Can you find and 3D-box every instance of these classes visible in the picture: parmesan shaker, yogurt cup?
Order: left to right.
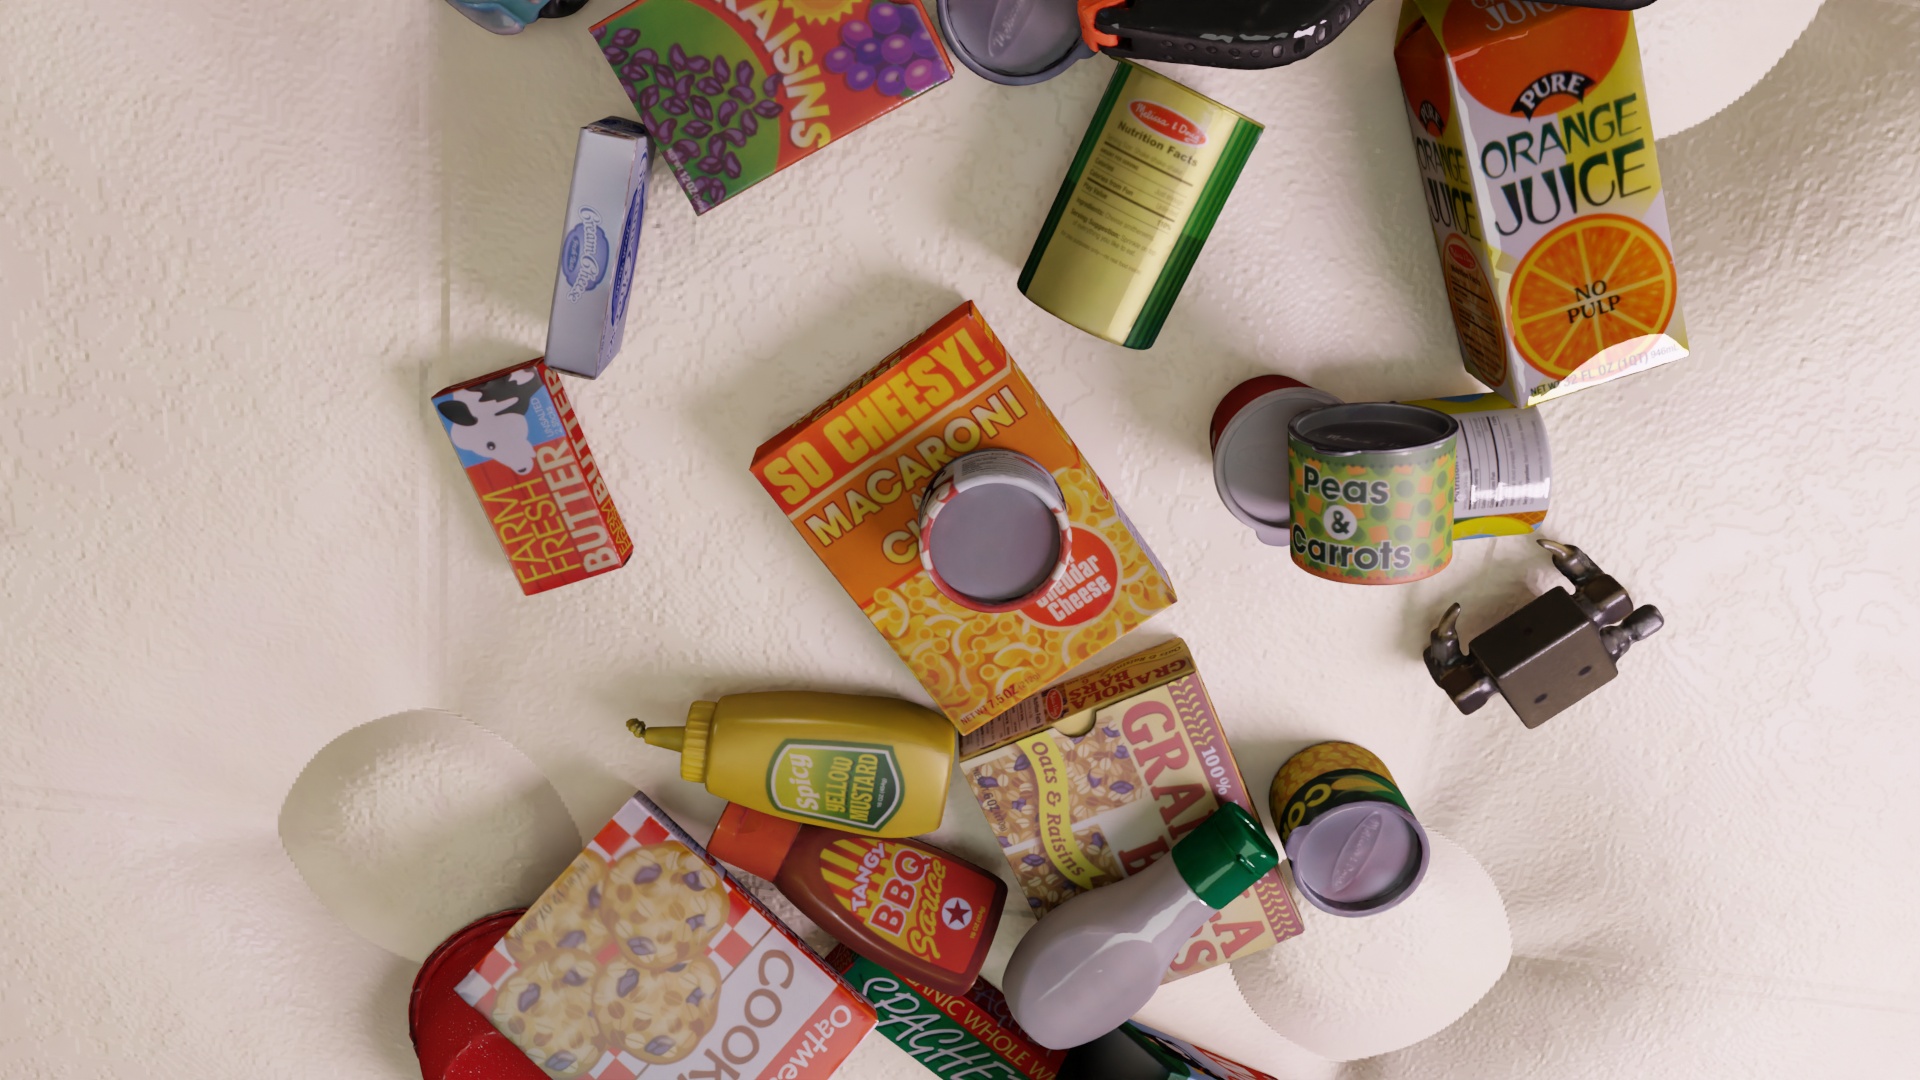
[{"bbox_3d":[0.071,-0.141,0.582,0.071,0.071,0.102,23,109,-9],"label":"parmesan shaker"},{"bbox_3d":[0.144,-0.042,0.624,0.072,0.054,0.072,0,111,0],"label":"yogurt cup"}]

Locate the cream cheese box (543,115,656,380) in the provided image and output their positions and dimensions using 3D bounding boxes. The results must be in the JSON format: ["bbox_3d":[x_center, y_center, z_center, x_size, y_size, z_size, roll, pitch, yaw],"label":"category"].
[{"bbox_3d":[-0.153,-0.125,0.591,0.024,0.053,0.103,13,110,-7],"label":"cream cheese box"}]

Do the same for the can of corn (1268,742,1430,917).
[{"bbox_3d":[0.189,0.142,0.691,0.071,0.058,0.071,0,111,0],"label":"can of corn"}]

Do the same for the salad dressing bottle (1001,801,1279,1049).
[{"bbox_3d":[0.087,0.186,0.672,0.147,0.044,0.064,-43,103,14],"label":"salad dressing bottle"}]

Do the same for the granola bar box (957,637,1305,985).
[{"bbox_3d":[0.087,0.147,0.702,0.124,0.039,0.165,-23,109,7],"label":"granola bar box"}]

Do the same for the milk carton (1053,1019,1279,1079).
[{"bbox_3d":[0.139,0.316,0.724,0.190,0.073,0.072,31,84,-28],"label":"milk carton"}]

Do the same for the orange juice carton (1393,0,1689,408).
[{"bbox_3d":[0.234,-0.159,0.571,0.072,0.073,0.192,-18,109,6],"label":"orange juice carton"}]

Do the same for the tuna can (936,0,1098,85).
[{"bbox_3d":[0.026,-0.220,0.568,0.071,0.033,0.070,0,111,0],"label":"tuna can"}]

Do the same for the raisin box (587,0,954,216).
[{"bbox_3d":[-0.075,-0.202,0.571,0.123,0.040,0.086,-26,108,8],"label":"raisin box"}]

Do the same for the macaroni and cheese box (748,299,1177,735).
[{"bbox_3d":[0.002,-0.008,0.643,0.123,0.040,0.166,-34,108,11],"label":"macaroni and cheese box"}]

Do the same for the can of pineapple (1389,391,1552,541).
[{"bbox_3d":[0.224,-0.033,0.624,0.058,0.071,0.070,-6,111,1],"label":"can of pineapple"}]

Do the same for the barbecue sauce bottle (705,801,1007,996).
[{"bbox_3d":[-0.054,0.172,0.701,0.148,0.065,0.043,26,150,-2],"label":"barbecue sauce bottle"}]

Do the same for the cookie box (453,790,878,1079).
[{"bbox_3d":[-0.142,0.228,0.691,0.167,0.040,0.123,43,81,-2],"label":"cookie box"}]

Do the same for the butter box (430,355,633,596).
[{"bbox_3d":[-0.196,-0.029,0.642,0.053,0.024,0.103,-17,109,7],"label":"butter box"}]

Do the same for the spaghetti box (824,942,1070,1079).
[{"bbox_3d":[0.032,0.291,0.762,0.250,0.029,0.050,41,104,-14],"label":"spaghetti box"}]

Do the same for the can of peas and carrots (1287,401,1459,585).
[{"bbox_3d":[0.166,-0.019,0.565,0.071,0.071,0.058,-5,111,1],"label":"can of peas and carrots"}]

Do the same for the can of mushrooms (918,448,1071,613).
[{"bbox_3d":[0.014,-0.002,0.605,0.071,0.033,0.070,-1,111,-1],"label":"can of mushrooms"}]

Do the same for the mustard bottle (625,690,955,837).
[{"bbox_3d":[-0.085,0.105,0.680,0.160,0.049,0.065,7,109,-3],"label":"mustard bottle"}]
